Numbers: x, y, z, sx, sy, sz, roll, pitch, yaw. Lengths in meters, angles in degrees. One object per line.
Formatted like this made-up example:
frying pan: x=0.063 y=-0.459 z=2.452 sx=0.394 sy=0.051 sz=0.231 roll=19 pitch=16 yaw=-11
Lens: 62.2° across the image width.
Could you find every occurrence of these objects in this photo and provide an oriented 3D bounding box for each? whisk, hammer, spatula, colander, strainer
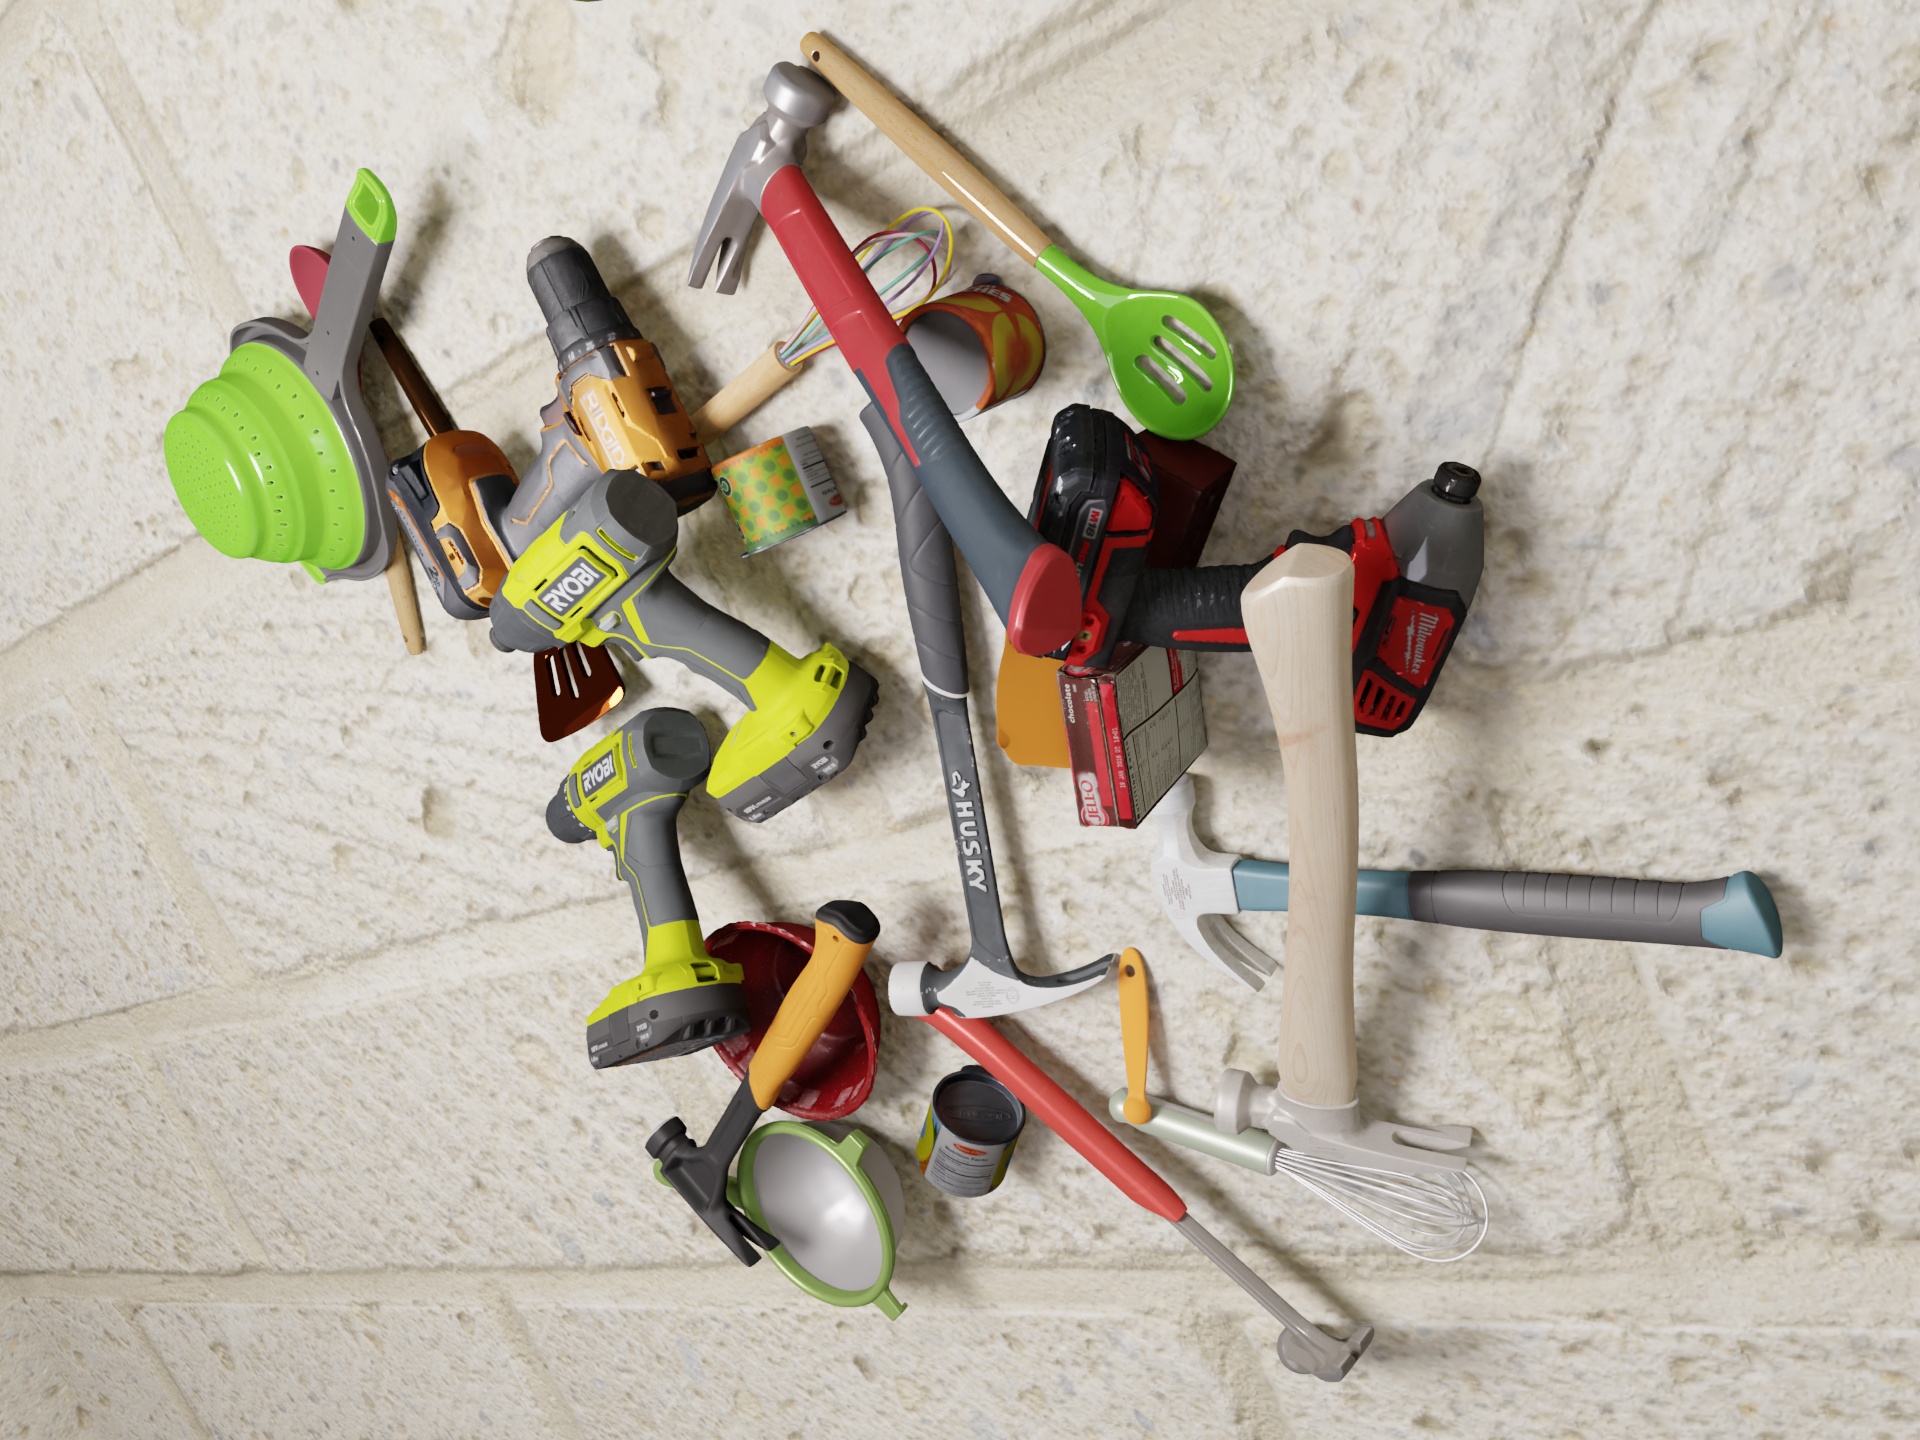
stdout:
whisk: x=0.202 y=0.271 z=0.981 sx=0.246 sy=0.057 sz=0.059 roll=12 pitch=84 yaw=32
whisk: x=-0.088 y=-0.220 z=0.927 sx=0.245 sy=0.051 sz=0.047 roll=-27 pitch=102 yaw=42
hammer: x=0.258 y=0.094 z=0.859 sx=0.331 sy=0.033 sz=0.128 roll=0 pitch=112 yaw=33
spatula: x=-0.337 y=-0.141 z=1.129 sx=0.081 sy=0.041 sz=0.322 roll=-28 pitch=94 yaw=22
colander: x=-0.475 y=-0.223 z=1.106 sx=0.204 sy=0.094 sz=0.397 roll=51 pitch=138 yaw=6
hammer: x=-0.046 y=-0.171 z=0.810 sx=0.143 sy=0.038 sz=0.387 roll=-56 pitch=49 yaw=36
hammer: x=0.103 y=0.285 z=1.022 sx=0.359 sy=0.037 sz=0.149 roll=40 pitch=162 yaw=16
hammer: x=-0.002 y=-0.003 z=0.970 sx=0.149 sy=0.036 sz=0.408 roll=-3 pitch=108 yaw=18
hammer: x=0.197 y=0.091 z=0.825 sx=0.146 sy=0.038 sz=0.410 roll=7 pitch=130 yaw=22
hammer: x=-0.127 y=0.248 z=1.109 sx=0.127 sy=0.034 sz=0.336 roll=43 pitch=128 yaw=18
strainer: x=-0.132 y=0.356 z=1.225 sx=0.256 sy=0.069 sz=0.151 roll=0 pitch=107 yaw=40

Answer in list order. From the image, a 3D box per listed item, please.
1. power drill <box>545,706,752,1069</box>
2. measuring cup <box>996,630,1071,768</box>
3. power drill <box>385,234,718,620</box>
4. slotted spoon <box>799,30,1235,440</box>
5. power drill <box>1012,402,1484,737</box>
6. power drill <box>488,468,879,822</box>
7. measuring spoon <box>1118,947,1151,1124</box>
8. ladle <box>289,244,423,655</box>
power drill: x=-0.230 y=0.123 z=1.125 sx=0.190 sy=0.080 sz=0.229 roll=-30 pitch=68 yaw=47
measuring cup: x=0.053 y=-0.048 z=0.873 sx=0.052 sy=0.095 sz=0.173 roll=7 pitch=132 yaw=23
power drill: x=-0.273 y=-0.182 z=1.023 sx=0.226 sy=0.084 sz=0.185 roll=-25 pitch=91 yaw=35
slotted spoon: x=0.027 y=-0.264 z=0.840 sx=0.314 sy=0.031 sz=0.070 roll=44 pitch=129 yaw=10
power drill: x=0.143 y=-0.077 z=0.779 sx=0.219 sy=0.079 sz=0.143 roll=12 pitch=124 yaw=-5
power drill: x=-0.177 y=-0.039 z=0.994 sx=0.223 sy=0.080 sz=0.171 roll=39 pitch=133 yaw=-21
measuring spoon: x=0.108 y=0.201 z=1.007 sx=0.021 sy=0.011 sz=0.117 roll=3 pitch=100 yaw=38
ladle: x=-0.438 y=-0.194 z=1.179 sx=0.069 sy=0.031 sz=0.315 roll=17 pitch=123 yaw=37
